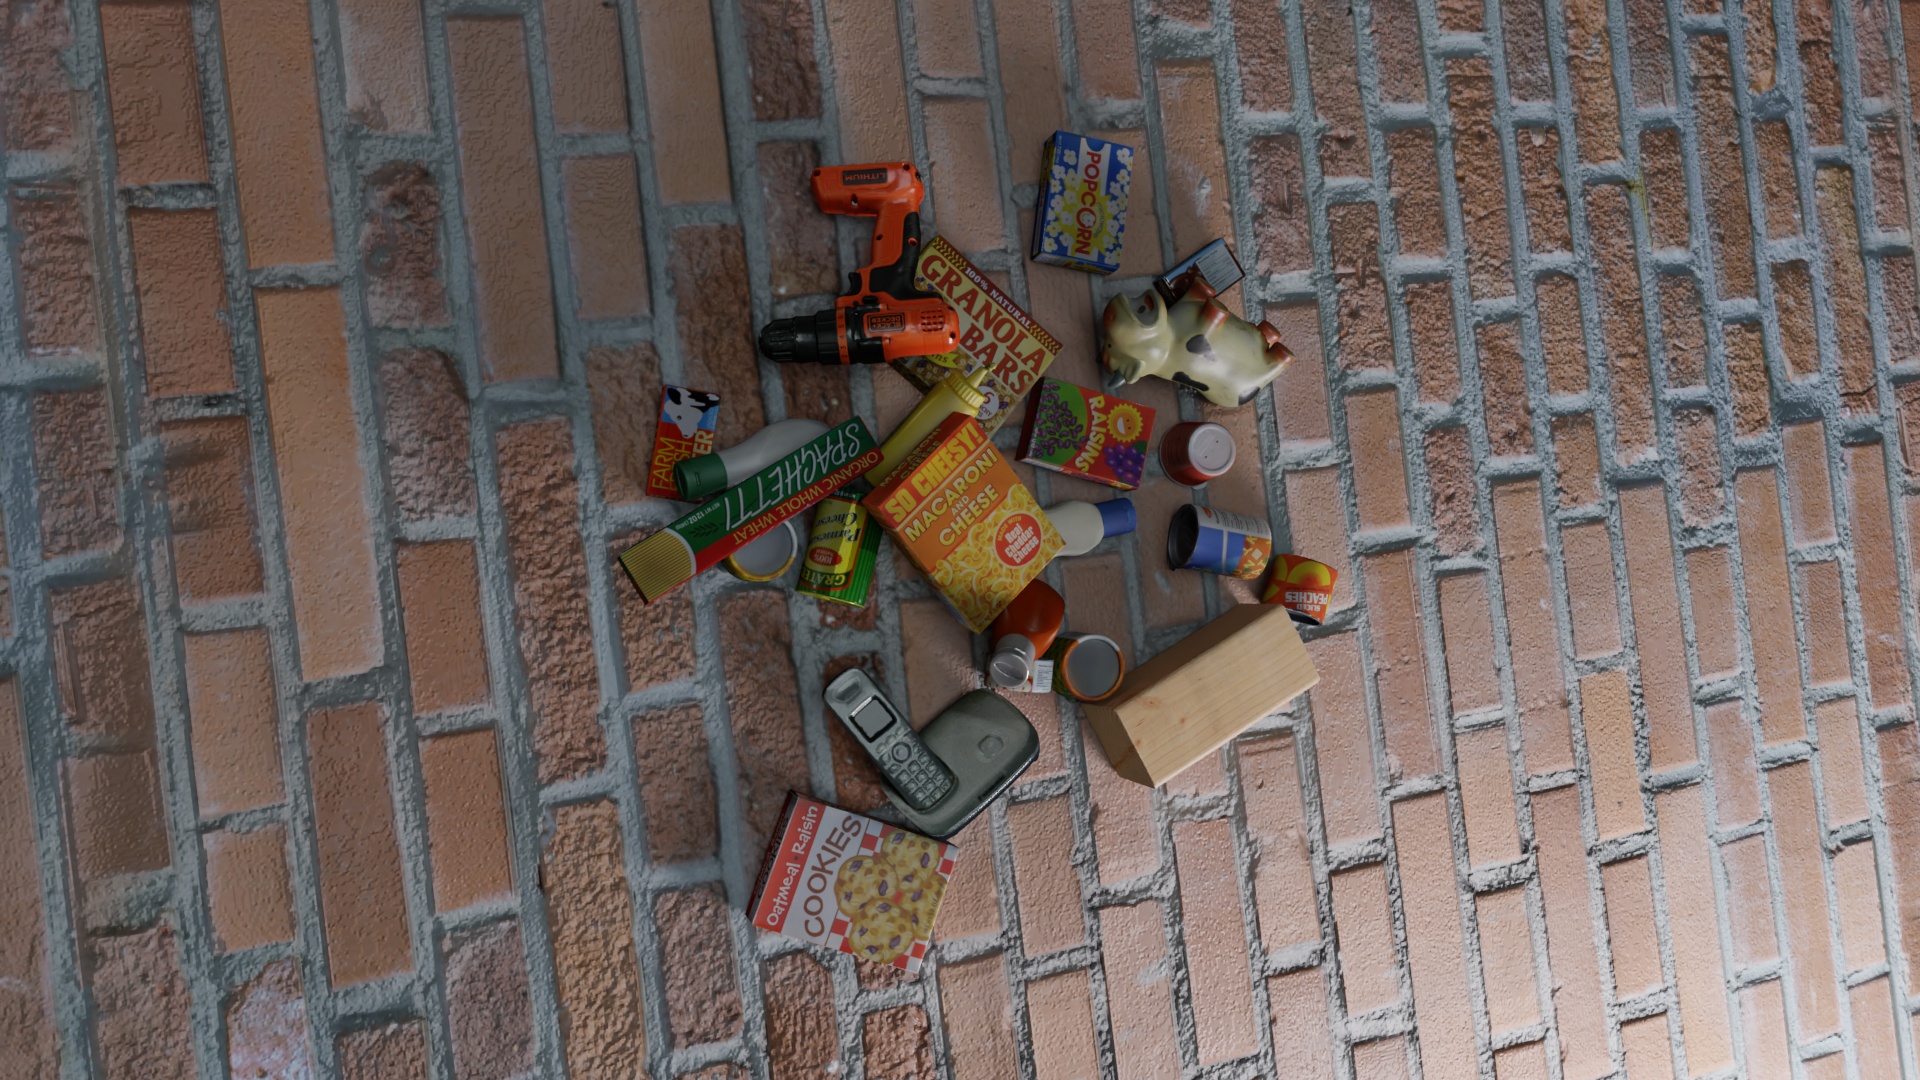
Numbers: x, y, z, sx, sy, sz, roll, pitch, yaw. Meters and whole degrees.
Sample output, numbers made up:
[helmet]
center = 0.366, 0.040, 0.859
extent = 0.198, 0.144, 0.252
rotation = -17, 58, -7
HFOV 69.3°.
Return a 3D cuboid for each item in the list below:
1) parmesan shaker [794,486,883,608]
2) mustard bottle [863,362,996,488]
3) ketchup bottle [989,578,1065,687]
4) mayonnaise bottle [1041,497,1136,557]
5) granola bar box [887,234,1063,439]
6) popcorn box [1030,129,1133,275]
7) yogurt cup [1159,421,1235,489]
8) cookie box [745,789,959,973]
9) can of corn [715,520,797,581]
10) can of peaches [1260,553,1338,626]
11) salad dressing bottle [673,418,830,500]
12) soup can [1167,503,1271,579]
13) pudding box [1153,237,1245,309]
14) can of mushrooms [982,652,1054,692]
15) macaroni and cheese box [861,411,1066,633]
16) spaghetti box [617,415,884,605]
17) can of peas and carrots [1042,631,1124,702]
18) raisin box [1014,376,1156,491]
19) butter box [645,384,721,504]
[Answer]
[parmesan shaker]
center = -0.112, 0.005, 1.291
extent = 0.071, 0.071, 0.103
rotation = 15, 83, -16
[mustard bottle]
center = -0.024, -0.110, 1.298
extent = 0.049, 0.065, 0.160
rotation = 42, 100, -2
[ketchup bottle]
center = 0.058, 0.085, 1.298
extent = 0.065, 0.149, 0.043
rotation = 28, 116, -1
[mayonnaise bottle]
center = 0.100, -0.010, 1.369
extent = 0.148, 0.041, 0.064
rotation = -12, 93, -18
[granola bar box]
center = -0.001, -0.194, 1.345
extent = 0.165, 0.039, 0.124
rotation = 40, 78, -12
[popcorn box]
center = 0.121, -0.336, 1.389
extent = 0.085, 0.038, 0.126
rotation = 8, 86, -16
[yogurt cup]
center = 0.243, -0.090, 1.409
extent = 0.072, 0.054, 0.072
rotation = 1, 87, -17
[cookie box]
center = -0.100, 0.318, 1.295
extent = 0.167, 0.040, 0.123
rotation = 22, 82, -16
[can of corn]
center = -0.188, 0.006, 1.269
extent = 0.071, 0.058, 0.071
rotation = 1, 88, -17
[can of peaches]
center = 0.349, 0.051, 1.427
extent = 0.071, 0.071, 0.058
rotation = 22, 81, -15
[salad dressing bottle]
center = -0.186, -0.071, 1.266
extent = 0.148, 0.044, 0.064
rotation = -16, 100, -29
[soup can]
center = 0.261, 0.004, 1.406
extent = 0.084, 0.071, 0.071
rotation = 10, 85, -17
[pudding box]
center = 0.246, -0.269, 1.429
extent = 0.084, 0.030, 0.049
rotation = -36, 100, -15
[can of mushrooms]
center = 0.054, 0.127, 1.337
extent = 0.071, 0.071, 0.033
rotation = 6, 88, -17
[macaroni and cheese box]
center = 0.005, -0.016, 1.271
extent = 0.124, 0.040, 0.166
rotation = -46, 118, -14
[spaghetti box]
center = -0.181, -0.030, 1.226
extent = 0.251, 0.028, 0.050
rotation = -33, 93, -17
[can of peas and carrots]
center = 0.120, 0.126, 1.360
extent = 0.071, 0.058, 0.071
rotation = 1, 88, -17
[raisin box]
center = 0.124, -0.105, 1.381
extent = 0.123, 0.040, 0.086
rotation = 14, 83, -15
[butter box]
center = -0.254, -0.088, 1.270
extent = 0.053, 0.024, 0.103
rotation = 10, 85, -18
